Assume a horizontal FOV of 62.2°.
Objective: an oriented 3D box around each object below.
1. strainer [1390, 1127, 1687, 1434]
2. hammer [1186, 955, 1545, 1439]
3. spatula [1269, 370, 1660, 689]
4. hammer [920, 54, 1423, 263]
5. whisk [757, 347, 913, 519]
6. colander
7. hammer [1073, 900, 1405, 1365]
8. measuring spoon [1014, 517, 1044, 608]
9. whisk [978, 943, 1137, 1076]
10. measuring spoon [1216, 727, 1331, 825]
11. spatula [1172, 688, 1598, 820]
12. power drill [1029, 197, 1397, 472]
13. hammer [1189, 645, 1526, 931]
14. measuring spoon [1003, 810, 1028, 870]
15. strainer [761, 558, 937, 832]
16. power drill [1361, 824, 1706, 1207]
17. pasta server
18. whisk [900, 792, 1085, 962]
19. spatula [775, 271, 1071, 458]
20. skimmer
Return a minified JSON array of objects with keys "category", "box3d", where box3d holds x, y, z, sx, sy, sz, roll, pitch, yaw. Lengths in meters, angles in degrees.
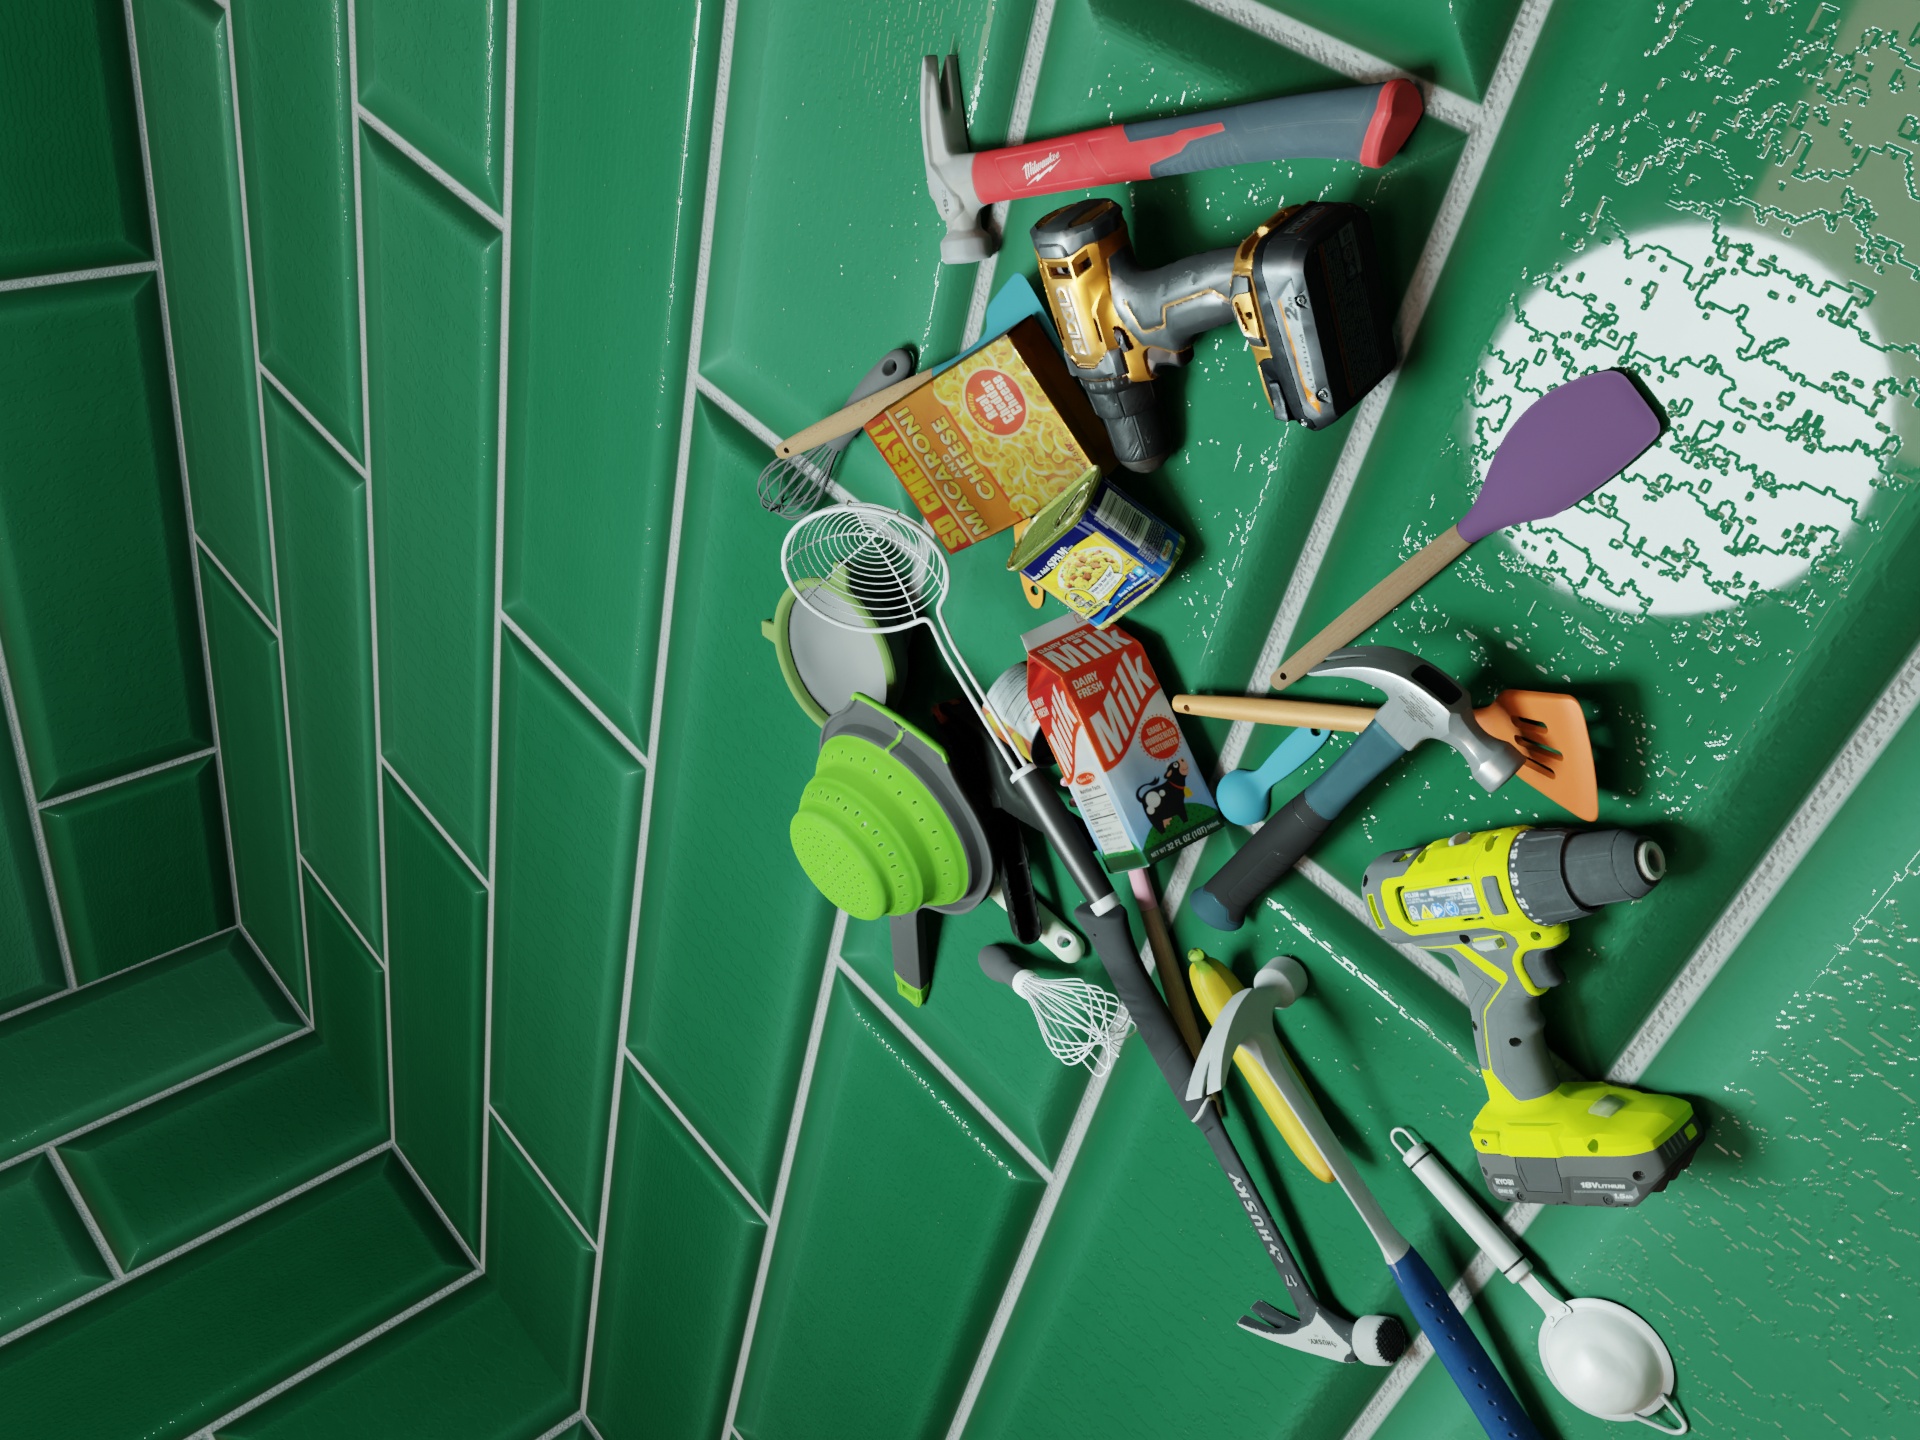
[{"category":"strainer","box3d":[0.385,0.383,1.085,0.259,0.050,0.086,49,123,26]},{"category":"hammer","box3d":[0.300,0.371,1.124,0.035,0.144,0.405,-34,89,46]},{"category":"spatula","box3d":[0.288,-0.102,0.967,0.060,0.018,0.315,57,140,12]},{"category":"hammer","box3d":[0.115,-0.380,1.014,0.386,0.038,0.143,11,115,47]},{"category":"whisk","box3d":[-0.107,-0.241,1.341,0.239,0.055,0.055,-38,79,47]},{"category":"colander","box3d":[-0.074,0.155,1.394,0.205,0.094,0.396,33,146,28]},{"category":"hammer","box3d":[0.197,0.322,1.248,0.149,0.036,0.409,-25,94,54]},{"category":"measuring spoon","box3d":[0.053,-0.143,1.232,0.021,0.011,0.116,9,118,39]},{"category":"whisk","box3d":[0.067,0.226,1.305,0.285,0.070,0.070,-164,57,-72]},{"category":"measuring spoon","box3d":[0.217,0.035,1.116,0.042,0.021,0.128,55,140,15]},{"category":"spatula","box3d":[0.261,0.004,1.029,0.323,0.041,0.081,6,121,46]},{"category":"power drill","box3d":[0.155,-0.234,0.997,0.226,0.084,0.185,16,138,45]},{"category":"hammer","box3d":[0.236,0.063,1.064,0.128,0.033,0.330,48,147,13]},{"category":"measuring spoon","box3d":[0.039,0.069,1.353,0.034,0.018,0.124,-3,99,53]},{"category":"strainer","box3d":[-0.064,-0.016,1.386,0.151,0.069,0.256,-31,89,50]},{"category":"power drill","box3d":[0.364,0.173,0.974,0.190,0.080,0.228,-19,91,52]},{"category":"pasta server","box3d":[0.150,0.176,1.255,0.060,0.040,0.316,5,115,69]},{"category":"whisk","box3d":[0.016,0.129,1.388,0.246,0.058,0.059,40,169,26]},{"category":"spatula","box3d":[-0.042,-0.255,1.229,0.317,0.044,0.082,-16,110,41]},{"category":"skimmer","box3d":[-0.002,-0.004,1.185,0.127,0.090,0.363,-37,82,39]}]
